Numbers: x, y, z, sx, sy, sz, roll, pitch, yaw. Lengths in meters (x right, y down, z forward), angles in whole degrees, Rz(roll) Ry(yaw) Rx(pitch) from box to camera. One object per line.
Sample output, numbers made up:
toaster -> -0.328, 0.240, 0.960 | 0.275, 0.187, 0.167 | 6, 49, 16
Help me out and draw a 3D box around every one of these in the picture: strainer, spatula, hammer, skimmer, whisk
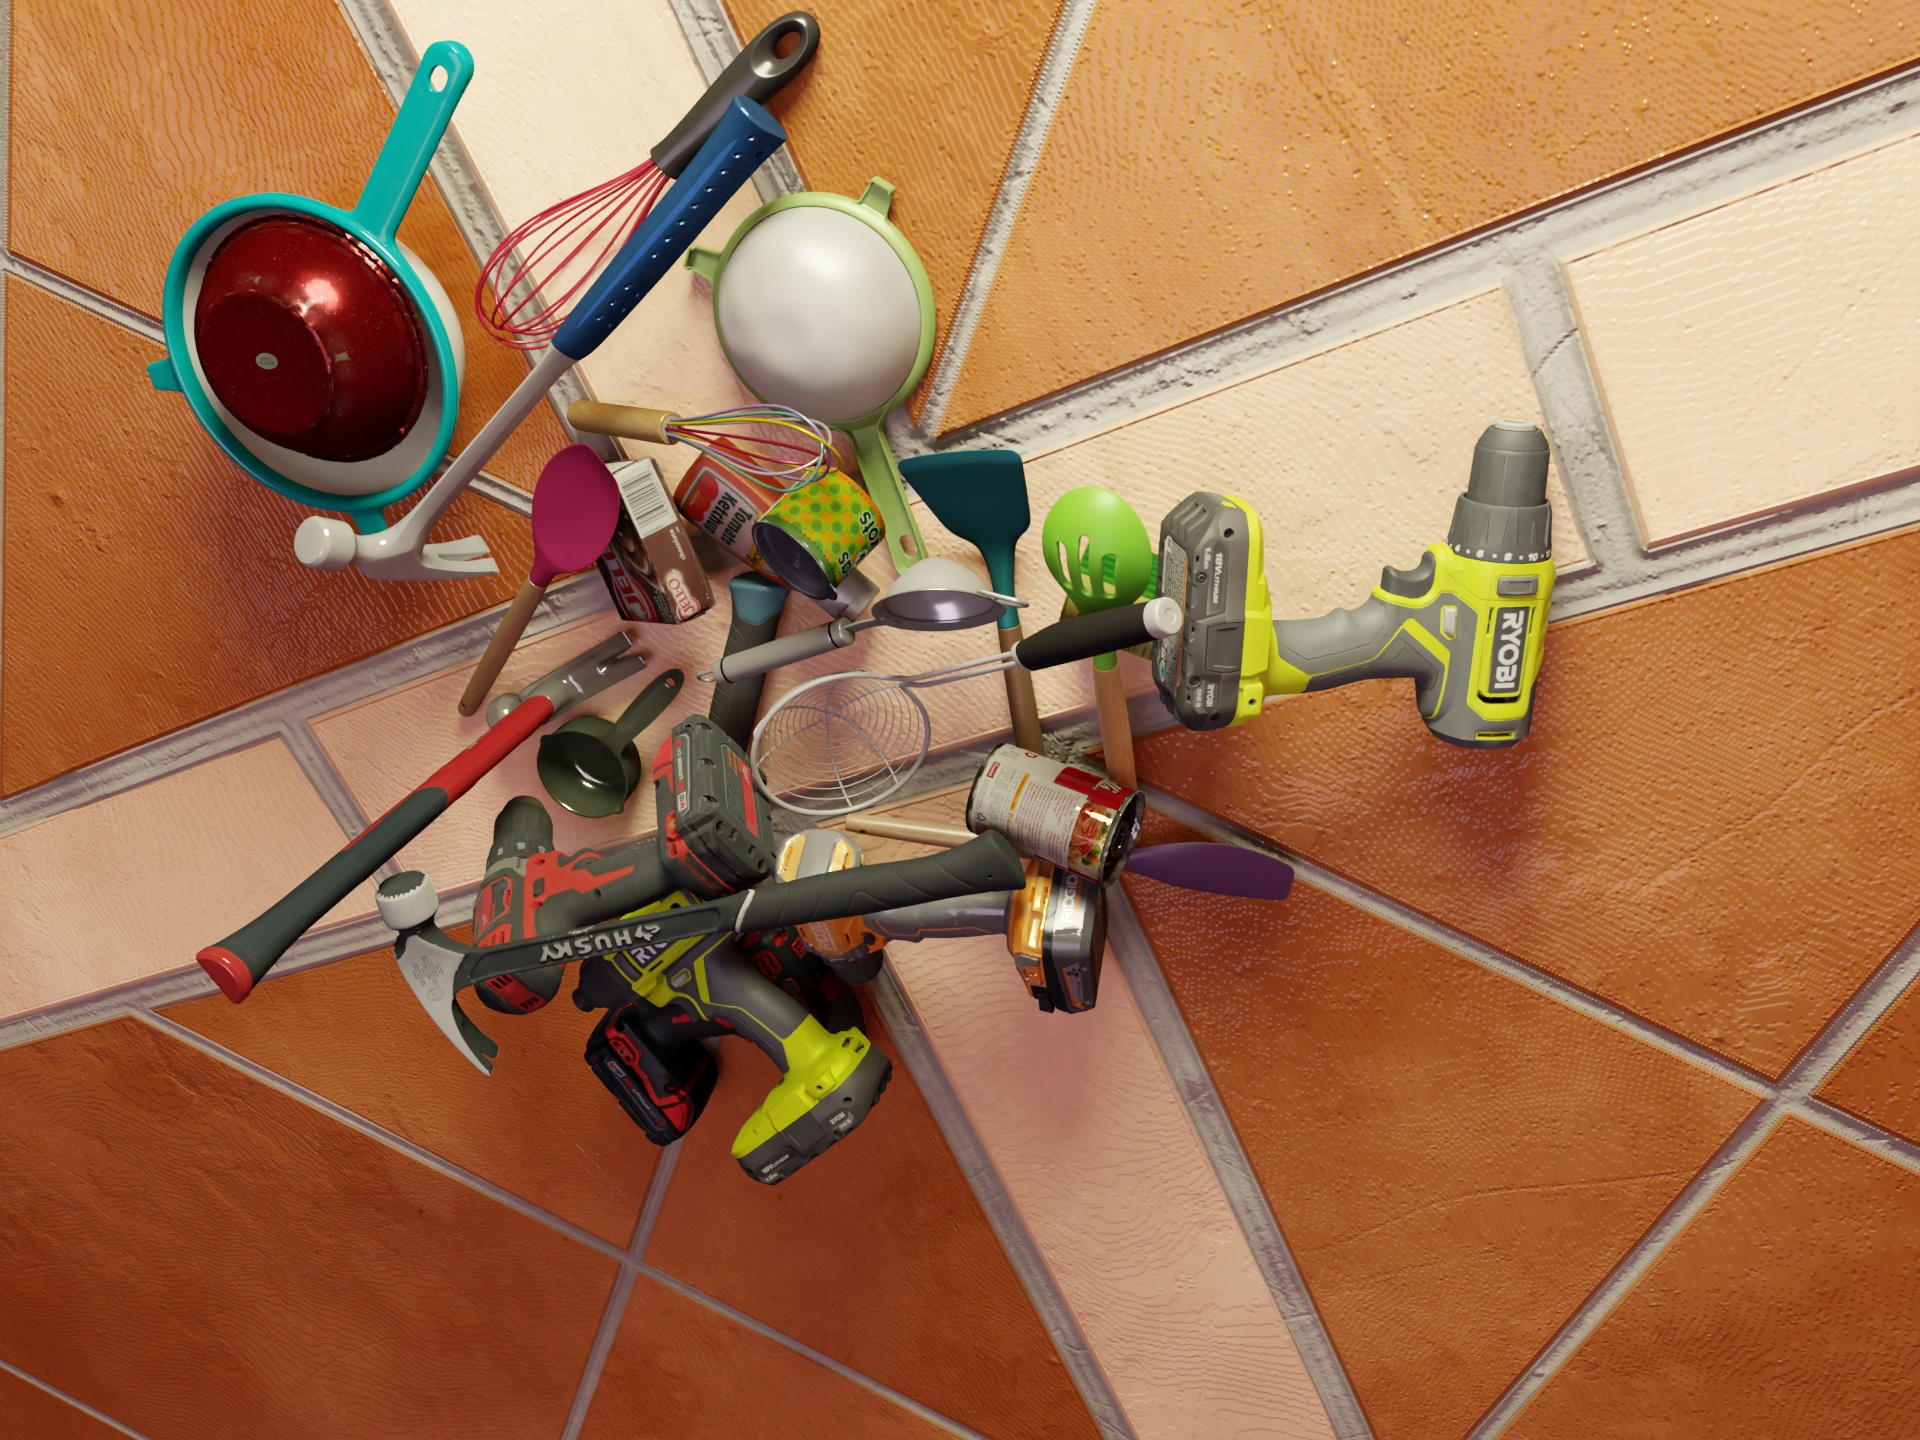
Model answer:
strainer -> -0.078, -0.199, 1.005 | 0.151, 0.069, 0.256 | -12, 111, 23
spatula -> 0.074, 0.090, 1.116 | 0.316, 0.018, 0.059 | 7, 140, 8
spatula -> 0.032, -0.036, 1.069 | 0.082, 0.044, 0.317 | -2, 117, 20
hammer -> -0.180, 0.033, 1.183 | 0.128, 0.033, 0.330 | 22, 121, 7
skimmer -> -0.002, -0.003, 1.008 | 0.127, 0.090, 0.363 | 23, 158, -34
whisk -> -0.196, -0.331, 0.986 | 0.296, 0.073, 0.073 | -35, 102, 23
whisk -> -0.169, -0.182, 1.021 | 0.245, 0.047, 0.051 | 15, 100, 37
hammer -> -0.344, 0.053, 1.039 | 0.143, 0.386, 0.038 | -25, 106, 28
hammer -> -0.160, 0.133, 1.038 | 0.409, 0.036, 0.149 | -11, 115, 1
hammer -> -0.252, -0.226, 1.007 | 0.405, 0.144, 0.035 | -42, 69, 22
strainer -> -0.072, -0.062, 1.043 | 0.258, 0.086, 0.050 | -16, 70, 27
strainer -> -0.381, -0.297, 1.042 | 0.211, 0.095, 0.340 | 37, 120, -6

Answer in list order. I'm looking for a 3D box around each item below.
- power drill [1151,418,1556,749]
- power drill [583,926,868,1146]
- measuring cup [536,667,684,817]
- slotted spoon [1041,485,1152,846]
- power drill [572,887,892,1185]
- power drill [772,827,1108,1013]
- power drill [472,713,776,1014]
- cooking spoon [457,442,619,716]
power drill -> 0.235, -0.078, 0.926 | 0.228, 0.080, 0.190 | -2, 110, -8
power drill -> -0.180, 0.251, 1.275 | 0.219, 0.079, 0.143 | -29, 104, 26
measuring cup -> -0.251, 0.007, 1.191 | 0.083, 0.038, 0.167 | 44, 119, -8
slotted spoon -> 0.096, -0.018, 1.007 | 0.070, 0.031, 0.313 | 15, 143, 24
power drill -> -0.174, 0.226, 1.184 | 0.171, 0.080, 0.223 | -40, 94, 23
power drill -> -0.011, 0.152, 1.144 | 0.226, 0.084, 0.185 | 6, 149, 11
power drill -> -0.249, 0.088, 1.130 | 0.226, 0.188, 0.080 | -30, 130, 13
cooking spoon -> -0.307, -0.087, 1.129 | 0.069, 0.017, 0.318 | 51, 135, 5
